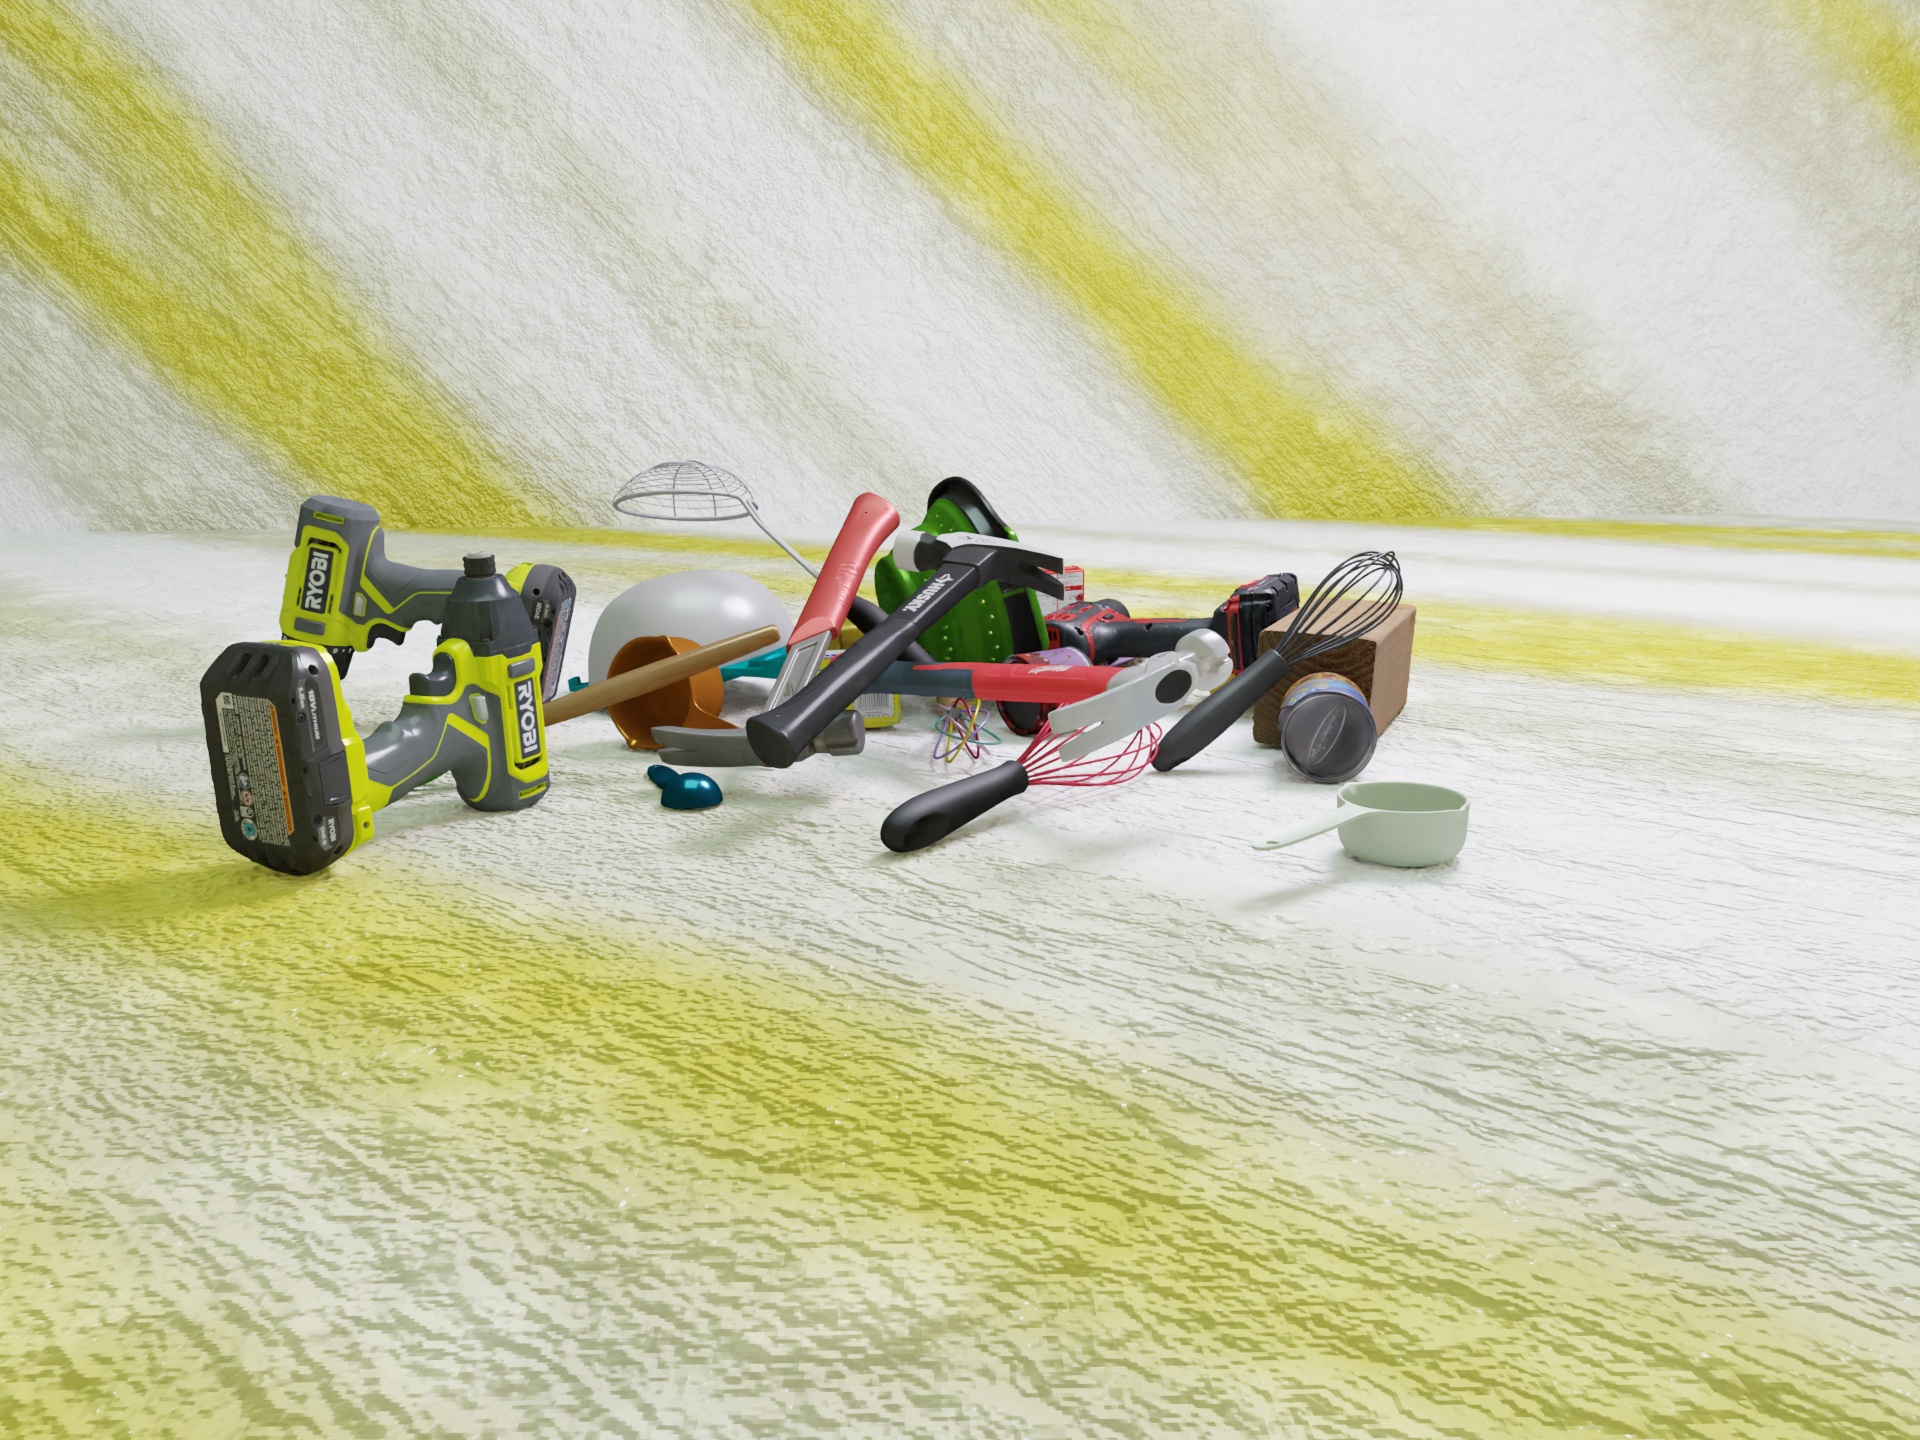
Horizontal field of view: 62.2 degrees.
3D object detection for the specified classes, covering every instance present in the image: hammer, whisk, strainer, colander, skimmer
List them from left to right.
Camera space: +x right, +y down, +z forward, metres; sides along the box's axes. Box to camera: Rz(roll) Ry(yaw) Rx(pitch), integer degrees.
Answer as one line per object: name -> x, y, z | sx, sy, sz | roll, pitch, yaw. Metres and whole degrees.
strainer -> -0.220, -0.083, 1.380 | 0.211, 0.095, 0.340 | -18, 11, -25
skimmer -> -0.156, -0.116, 1.370 | 0.363, 0.090, 0.127 | 42, 16, 24
hammer -> -0.116, -0.080, 1.235 | 0.149, 0.036, 0.359 | -2, 34, 12
hammer -> -0.045, -0.056, 1.112 | 0.146, 0.035, 0.335 | 10, 31, 23
colander -> -0.039, -0.109, 1.464 | 0.094, 0.204, 0.397 | -20, 11, -15
whisk -> -0.001, -0.006, 1.268 | 0.051, 0.047, 0.245 | -2, 9, -3
hammer -> 0.005, -0.022, 1.117 | 0.143, 0.038, 0.386 | -26, 17, -32
whisk -> 0.047, 0.033, 1.053 | 0.073, 0.073, 0.296 | 9, 20, 37
whisk -> 0.231, -0.042, 1.160 | 0.239, 0.055, 0.055 | -40, 18, -4

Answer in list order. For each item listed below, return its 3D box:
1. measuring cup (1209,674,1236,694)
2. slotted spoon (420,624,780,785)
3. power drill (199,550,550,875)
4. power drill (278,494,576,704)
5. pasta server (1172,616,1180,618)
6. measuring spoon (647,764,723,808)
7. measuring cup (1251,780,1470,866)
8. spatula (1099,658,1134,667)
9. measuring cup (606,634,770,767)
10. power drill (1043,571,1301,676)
measuring cup -> 0.204, -0.023, 1.389 | 0.156, 0.029, 0.062 | -14, 15, -27
slotted spoon -> -0.278, -0.010, 1.139 | 0.313, 0.031, 0.070 | -20, 14, -6
power drill -> -0.350, -0.008, 0.992 | 0.080, 0.171, 0.223 | 5, 16, 25
power drill -> -0.453, -0.071, 1.330 | 0.228, 0.190, 0.080 | 13, 11, -4
pasta server -> 0.227, -0.090, 1.666 | 0.060, 0.040, 0.316 | -10, 9, 9
measuring spoon -> -0.200, 0.038, 1.114 | 0.042, 0.021, 0.129 | -6, 13, -23
measuring cup -> 0.225, 0.069, 0.913 | 0.167, 0.038, 0.083 | -12, 16, -37
spatula -> 0.121, -0.044, 1.498 | 0.060, 0.018, 0.316 | -8, 8, 21
measuring cup -> -0.194, -0.006, 1.227 | 0.174, 0.095, 0.052 | 27, 16, 25
power drill -> 0.187, -0.082, 1.420 | 0.227, 0.080, 0.188 | -2, 12, 24
